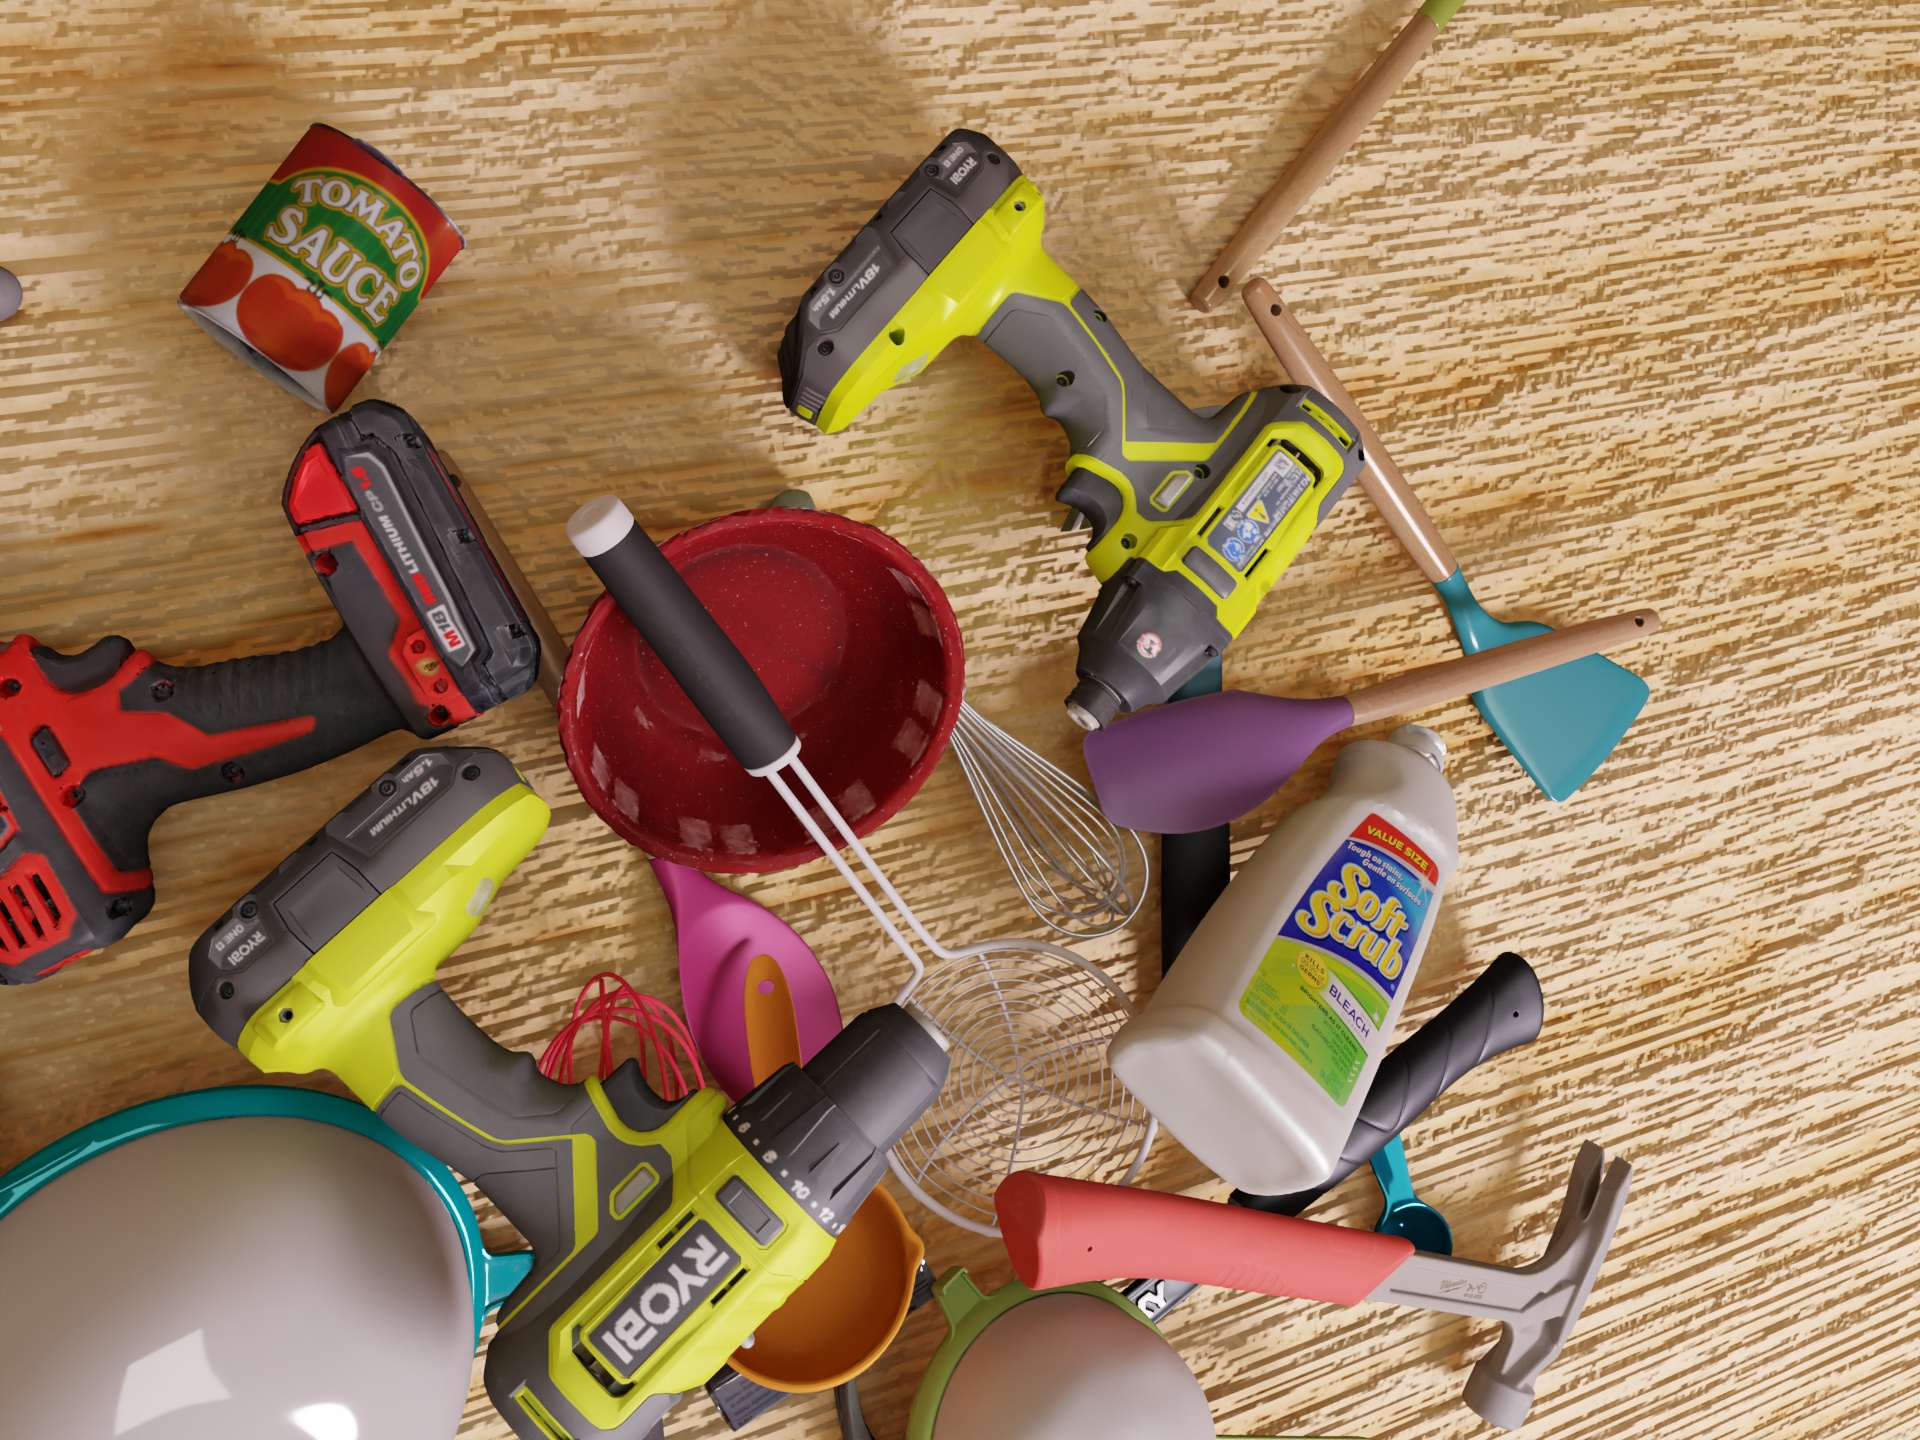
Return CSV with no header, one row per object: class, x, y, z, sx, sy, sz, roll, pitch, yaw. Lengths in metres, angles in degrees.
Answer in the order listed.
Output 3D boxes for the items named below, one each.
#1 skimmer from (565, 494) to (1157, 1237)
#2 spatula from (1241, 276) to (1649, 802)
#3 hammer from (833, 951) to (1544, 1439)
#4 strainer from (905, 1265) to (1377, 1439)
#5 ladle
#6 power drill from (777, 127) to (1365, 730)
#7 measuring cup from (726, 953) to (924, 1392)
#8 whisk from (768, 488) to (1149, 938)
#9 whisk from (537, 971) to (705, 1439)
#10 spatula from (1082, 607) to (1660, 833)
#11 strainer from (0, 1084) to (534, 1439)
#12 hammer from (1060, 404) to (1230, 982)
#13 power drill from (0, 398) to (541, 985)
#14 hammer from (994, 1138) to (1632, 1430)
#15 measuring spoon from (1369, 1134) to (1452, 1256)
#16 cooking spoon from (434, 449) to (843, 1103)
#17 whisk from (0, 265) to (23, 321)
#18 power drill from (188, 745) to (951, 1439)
skimmer,-0.036,0.069,0.619,0.127,0.090,0.362,-32,125,1
spatula,0.230,-0.089,0.767,0.082,0.044,0.317,-48,118,-8
hammer,0.121,0.241,0.752,0.409,0.036,0.149,-35,102,-14
strainer,0.102,0.318,0.676,0.256,0.069,0.152,14,67,-27
ladle,0.215,-0.318,0.762,0.078,0.062,0.320,41,81,-17
power drill,0.039,-0.118,0.667,0.223,0.080,0.171,40,78,-6
measuring cup,-0.070,0.185,0.655,0.095,0.052,0.174,-7,62,-8
whisk,-0.001,-0.002,0.698,0.059,0.058,0.246,-41,100,-9
whisk,-0.135,0.246,0.653,0.073,0.073,0.296,-4,99,-21
spatula,0.204,-0.009,0.750,0.316,0.018,0.060,-16,82,-18
strainer,-0.291,0.202,0.520,0.211,0.095,0.340,-49,125,-15
hammer,0.112,0.019,0.748,0.128,0.033,0.331,-2,93,-21
power drill,-0.287,-0.035,0.568,0.226,0.080,0.188,-29,99,-9
hammer,0.169,0.238,0.725,0.358,0.037,0.149,20,93,-31
measuring spoon,0.213,0.223,0.808,0.042,0.021,0.128,-16,89,-12
cooking spoon,-0.137,0.032,0.662,0.069,0.017,0.318,-36,104,-33
whisk,-0.445,-0.128,0.527,0.239,0.055,0.055,-16,98,-24
power drill,-0.135,0.119,0.568,0.228,0.080,0.190,45,77,5
